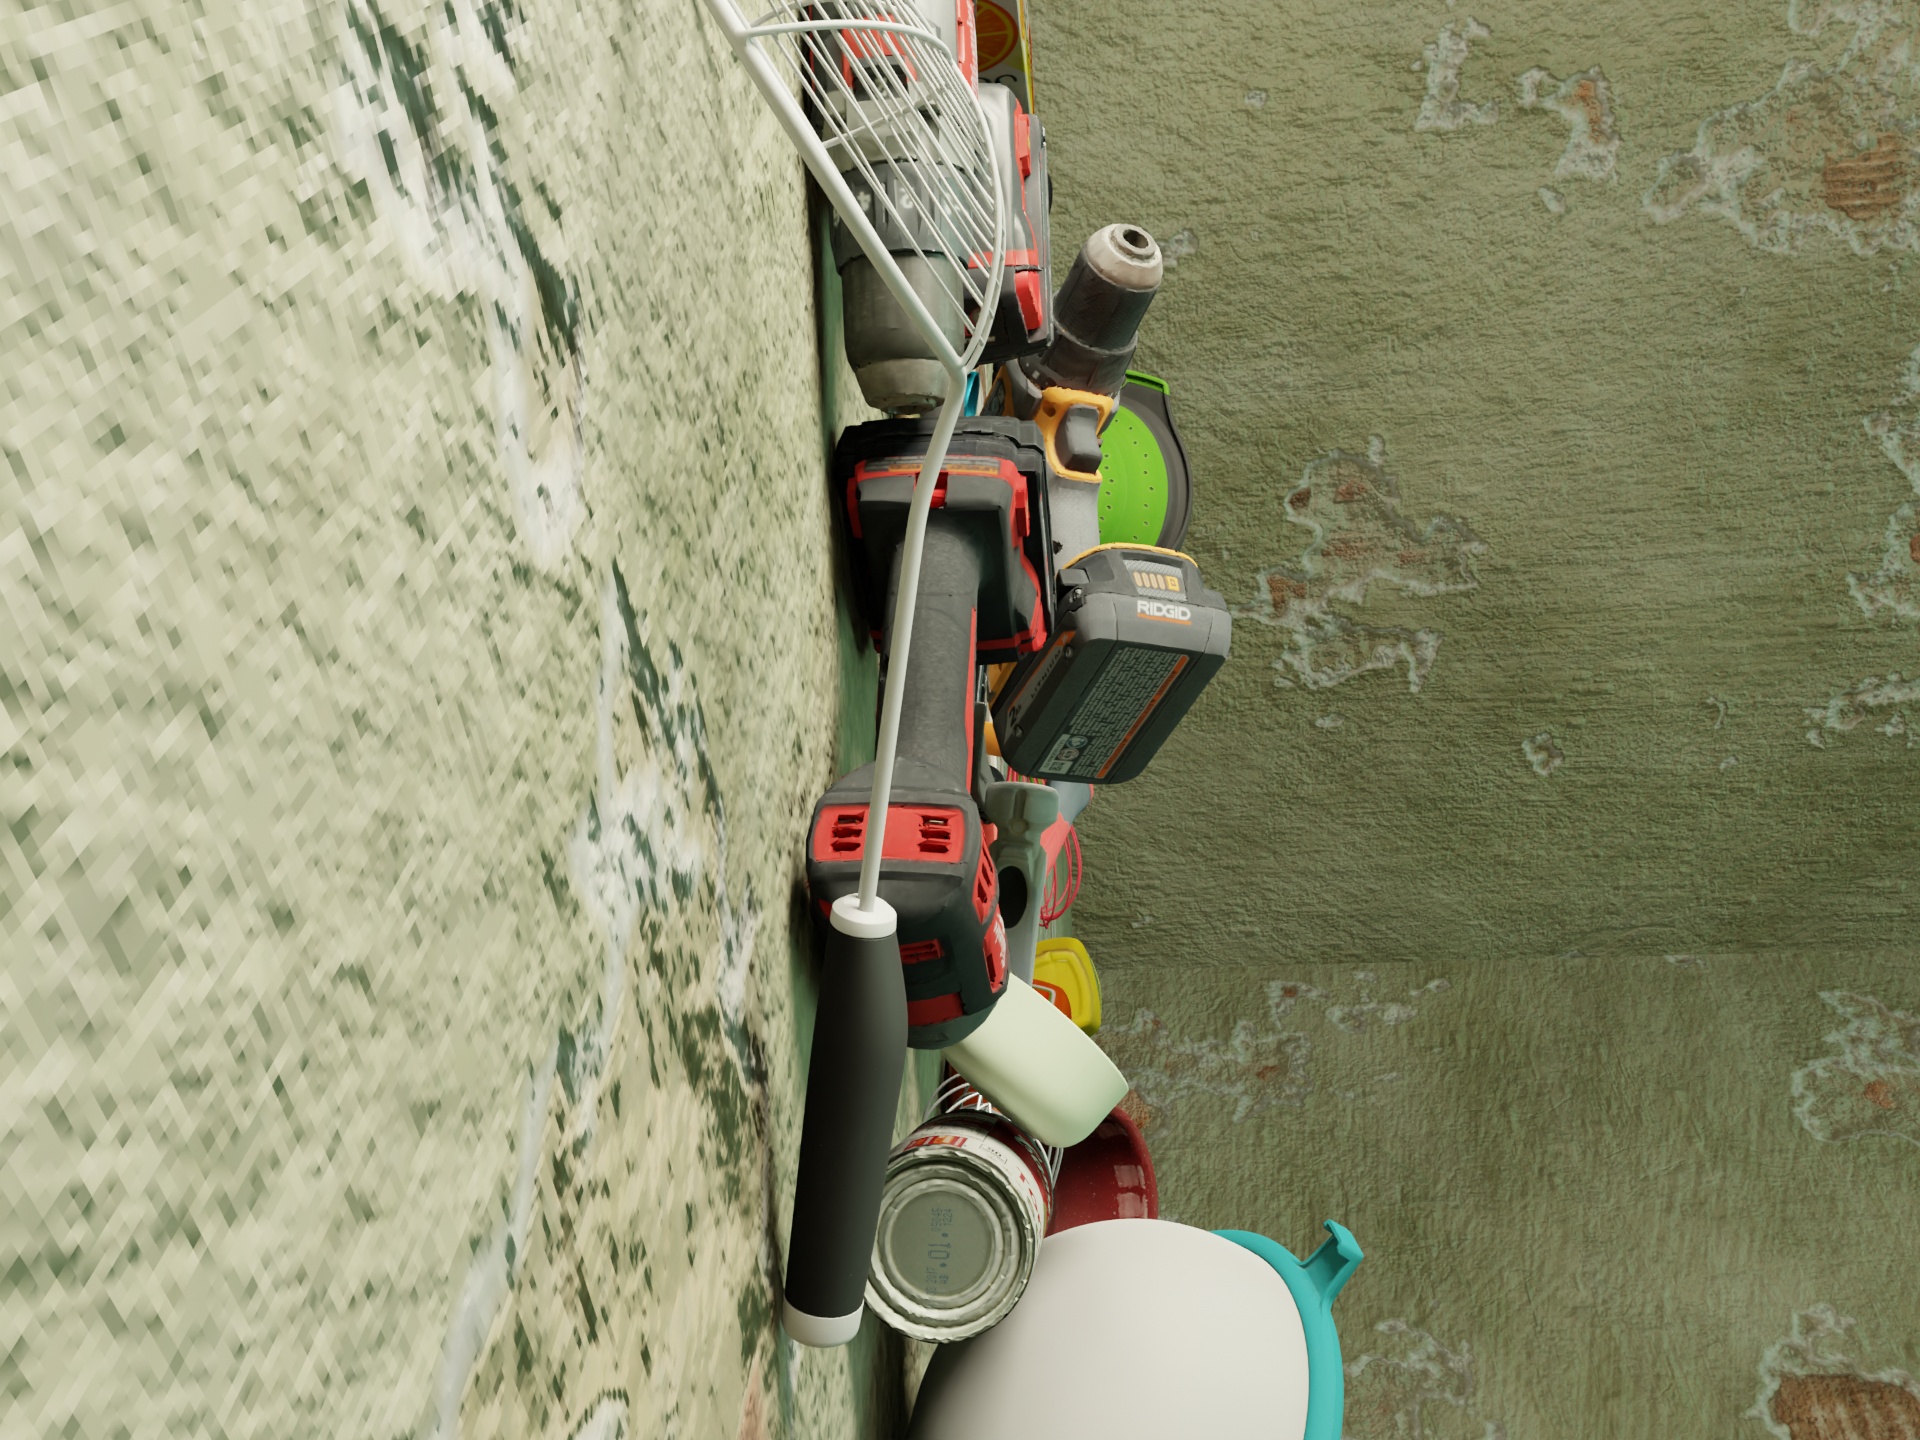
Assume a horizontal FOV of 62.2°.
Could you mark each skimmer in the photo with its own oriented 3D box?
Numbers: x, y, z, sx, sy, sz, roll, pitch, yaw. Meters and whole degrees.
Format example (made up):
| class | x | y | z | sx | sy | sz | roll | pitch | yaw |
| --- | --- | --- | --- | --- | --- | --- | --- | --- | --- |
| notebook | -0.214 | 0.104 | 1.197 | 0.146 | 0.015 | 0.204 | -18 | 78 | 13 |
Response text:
| class | x | y | z | sx | sy | sz | roll | pitch | yaw |
| --- | --- | --- | --- | --- | --- | --- | --- | --- | --- |
| skimmer | -0.047 | -0.011 | 0.413 | 0.127 | 0.090 | 0.363 | -81 | 178 | -80 |

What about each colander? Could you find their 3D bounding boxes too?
| class | x | y | z | sx | sy | sz | roll | pitch | yaw |
| --- | --- | --- | --- | --- | --- | --- | --- | --- | --- |
| colander | 0.073 | -0.115 | 1.383 | 0.094 | 0.205 | 0.397 | 0 | 105 | -51 |

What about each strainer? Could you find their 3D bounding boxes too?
| class | x | y | z | sx | sy | sz | roll | pitch | yaw |
| --- | --- | --- | --- | --- | --- | --- | --- | --- | --- |
| strainer | 0.016 | 0.320 | 0.584 | 0.211 | 0.095 | 0.340 | -33 | -158 | 50 |

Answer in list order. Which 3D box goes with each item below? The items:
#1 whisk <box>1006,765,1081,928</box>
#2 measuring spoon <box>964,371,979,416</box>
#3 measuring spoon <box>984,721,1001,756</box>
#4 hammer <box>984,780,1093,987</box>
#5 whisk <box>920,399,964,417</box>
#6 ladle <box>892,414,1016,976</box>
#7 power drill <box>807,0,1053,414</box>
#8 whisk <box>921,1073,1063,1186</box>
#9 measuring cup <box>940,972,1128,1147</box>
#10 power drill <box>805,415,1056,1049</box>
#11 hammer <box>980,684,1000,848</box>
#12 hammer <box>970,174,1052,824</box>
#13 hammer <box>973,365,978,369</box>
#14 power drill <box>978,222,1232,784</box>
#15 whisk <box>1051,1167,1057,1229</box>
| class | x | y | z | sx | sy | sz | roll | pitch | yaw |
| --- | --- | --- | --- | --- | --- | --- | --- | --- | --- |
| whisk | 0.054 | 0.030 | 1.346 | 0.073 | 0.073 | 0.296 | -11 | 93 | -85 |
| measuring spoon | -0.011 | -0.182 | 0.967 | 0.129 | 0.021 | 0.042 | -63 | 163 | -61 |
| measuring spoon | 0.026 | 0.014 | 0.996 | 0.117 | 0.011 | 0.021 | 12 | -83 | 61 |
| hammer | 0.051 | 0.088 | 0.997 | 0.386 | 0.038 | 0.143 | -31 | 127 | -80 |
| whisk | -0.009 | -0.188 | 0.840 | 0.055 | 0.055 | 0.239 | 76 | 17 | -64 |
| ladle | -0.001 | -0.002 | 0.763 | 0.078 | 0.062 | 0.320 | -155 | -120 | -89 |
| power drill | -0.011 | -0.204 | 0.647 | 0.226 | 0.080 | 0.188 | 4 | 83 | -82 |
| whisk | 0.010 | 0.298 | 0.768 | 0.070 | 0.070 | 0.284 | -70 | 162 | -76 |
| measuring cup | 0.004 | 0.130 | 0.654 | 0.083 | 0.038 | 0.168 | 48 | -18 | -19 |
| power drill | -0.009 | 0.007 | 0.578 | 0.143 | 0.078 | 0.220 | 80 | 12 | -54 |
| hammer | 0.024 | 0.097 | 1.084 | 0.149 | 0.036 | 0.359 | 66 | 22 | -75 |
| hammer | 0.023 | -0.151 | 0.954 | 0.149 | 0.036 | 0.409 | 70 | 25 | -72 |
| hammer | -0.008 | -0.382 | 0.974 | 0.128 | 0.033 | 0.331 | 5 | 83 | -84 |
| power drill | 0.062 | -0.107 | 0.763 | 0.185 | 0.084 | 0.226 | 120 | -31 | -47 |
| whisk | 0.024 | 0.215 | 0.995 | 0.058 | 0.059 | 0.246 | -24 | 110 | -54 |
